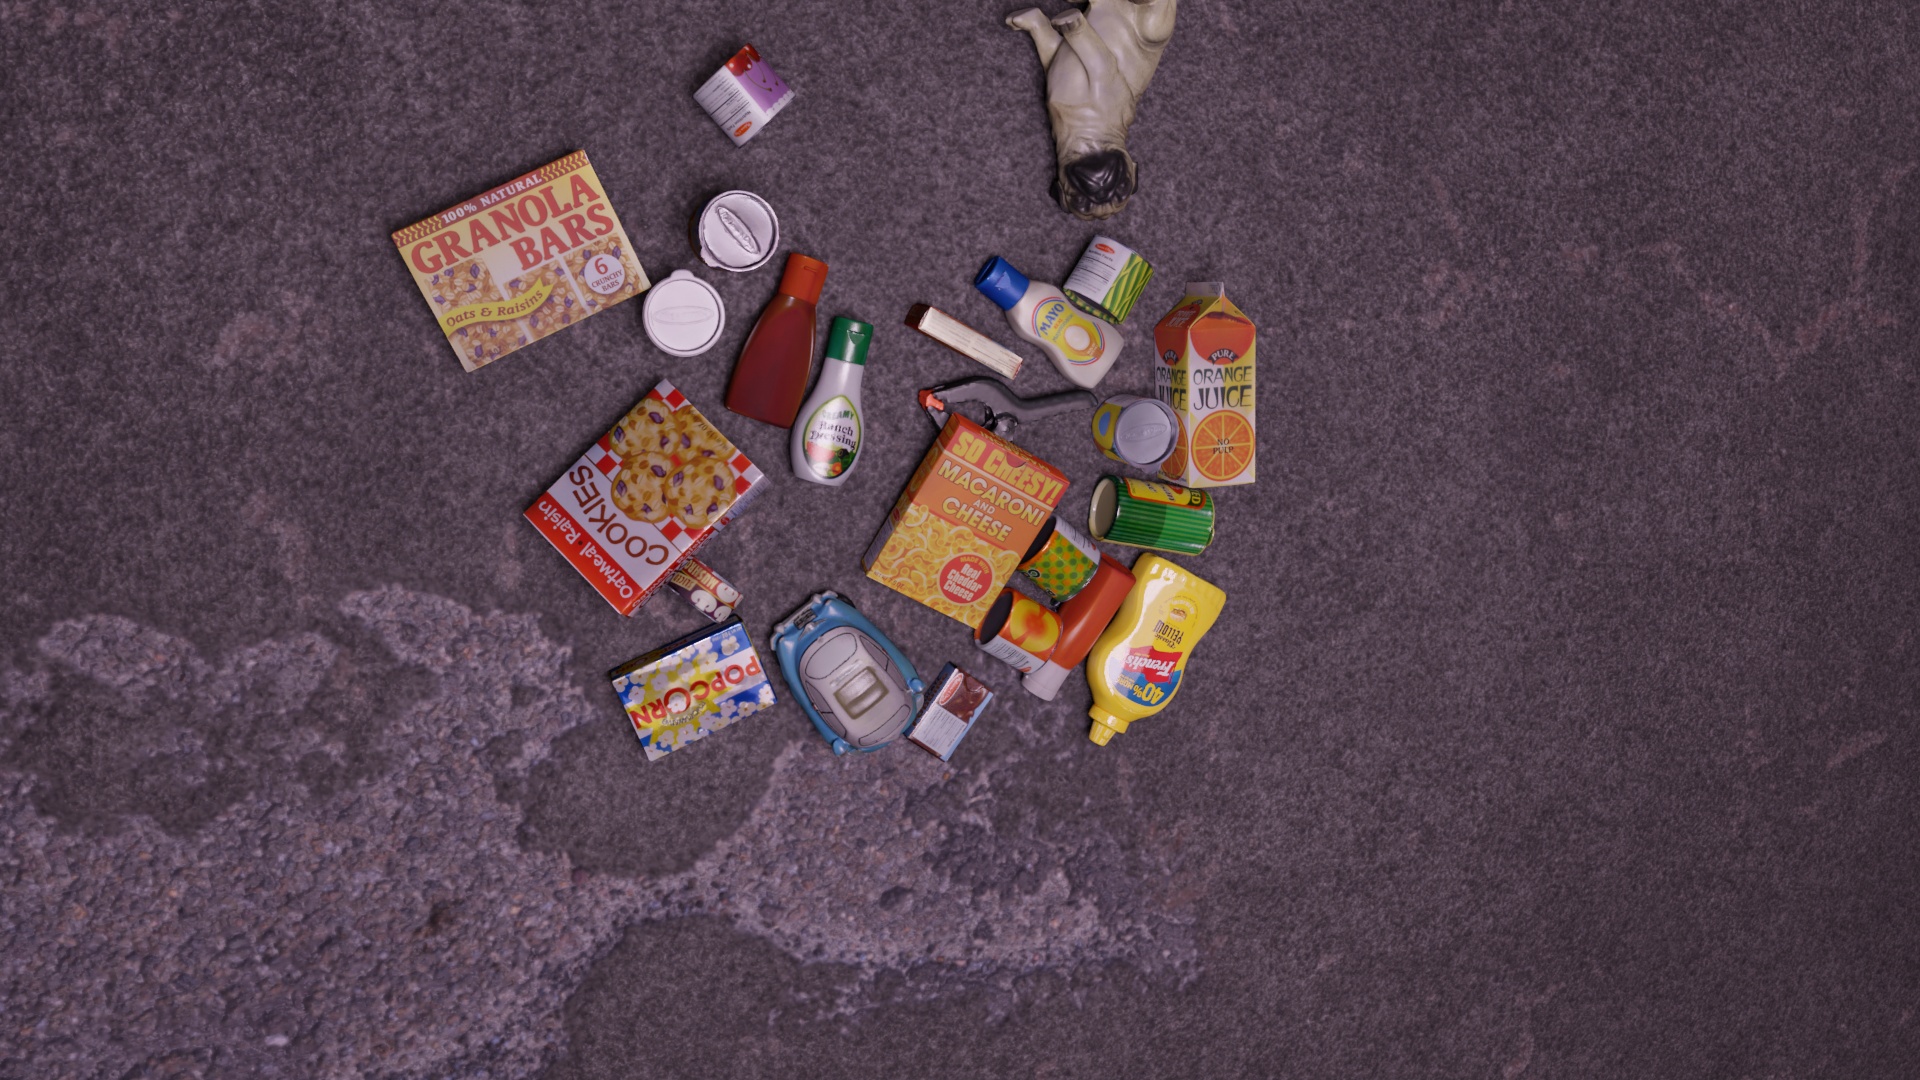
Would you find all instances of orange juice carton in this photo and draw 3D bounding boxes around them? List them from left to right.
[{"bbox_3d":[0.234,-0.151,1.332,0.073,0.072,0.192,-6,102,-18],"label":"orange juice carton"}]

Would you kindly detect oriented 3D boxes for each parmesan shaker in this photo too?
[{"bbox_3d":[0.184,-0.023,1.338,0.103,0.071,0.071,9,97,-19],"label":"parmesan shaker"}]

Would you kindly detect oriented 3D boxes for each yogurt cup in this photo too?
[{"bbox_3d":[-0.237,-0.191,1.179,0.072,0.054,0.072,-3,101,-17],"label":"yogurt cup"}]

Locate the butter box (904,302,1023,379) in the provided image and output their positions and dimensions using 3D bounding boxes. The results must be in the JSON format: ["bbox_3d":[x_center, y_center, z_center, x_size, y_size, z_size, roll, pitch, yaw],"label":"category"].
[{"bbox_3d":[0.003,-0.181,1.261,0.103,0.053,0.024,26,94,-20],"label":"butter box"}]

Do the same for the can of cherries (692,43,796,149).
[{"bbox_3d":[-0.180,-0.373,1.162,0.071,0.071,0.058,-46,109,-5],"label":"can of cherries"}]

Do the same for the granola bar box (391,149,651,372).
[{"bbox_3d":[-0.358,-0.230,1.141,0.166,0.039,0.124,-28,108,-11],"label":"granola bar box"}]

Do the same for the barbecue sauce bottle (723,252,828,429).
[{"bbox_3d":[-0.155,-0.176,1.215,0.065,0.044,0.148,18,93,-20],"label":"barbecue sauce bottle"}]

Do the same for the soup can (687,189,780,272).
[{"bbox_3d":[-0.194,-0.257,1.166,0.071,0.084,0.071,-3,101,-17],"label":"soup can"}]

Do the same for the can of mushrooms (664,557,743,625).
[{"bbox_3d":[-0.226,0.041,1.217,0.071,0.071,0.033,40,86,-20],"label":"can of mushrooms"}]

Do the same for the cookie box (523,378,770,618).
[{"bbox_3d":[-0.266,-0.035,1.181,0.123,0.040,0.167,44,84,8],"label":"cookie box"}]

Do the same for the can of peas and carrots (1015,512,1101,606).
[{"bbox_3d":[0.089,0.017,1.318,0.058,0.071,0.071,39,87,-20],"label":"can of peas and carrots"}]

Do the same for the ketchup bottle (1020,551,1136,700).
[{"bbox_3d":[0.111,0.084,1.341,0.043,0.065,0.148,29,99,-19],"label":"ketchup bottle"}]

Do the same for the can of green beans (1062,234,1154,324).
[{"bbox_3d":[0.137,-0.241,1.287,0.071,0.071,0.058,31,90,-21],"label":"can of green beans"}]

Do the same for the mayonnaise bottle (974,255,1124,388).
[{"bbox_3d":[0.080,-0.205,1.288,0.148,0.041,0.065,35,90,-21],"label":"mayonnaise bottle"}]

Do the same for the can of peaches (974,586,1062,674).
[{"bbox_3d":[0.055,0.083,1.320,0.058,0.071,0.071,30,90,-20],"label":"can of peaches"}]

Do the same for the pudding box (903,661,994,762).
[{"bbox_3d":[-0.012,0.164,1.330,0.049,0.030,0.084,36,87,-19],"label":"pudding box"}]

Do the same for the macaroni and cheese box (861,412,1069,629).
[{"bbox_3d":[0.005,-0.016,1.279,0.123,0.040,0.166,27,104,-21],"label":"macaroni and cheese box"}]

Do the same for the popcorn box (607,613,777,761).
[{"bbox_3d":[-0.239,0.131,1.245,0.127,0.038,0.085,-24,107,-13],"label":"popcorn box"}]

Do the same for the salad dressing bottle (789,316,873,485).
[{"bbox_3d":[-0.111,-0.124,1.238,0.064,0.044,0.147,11,96,-22],"label":"salad dressing bottle"}]

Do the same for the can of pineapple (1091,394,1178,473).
[{"bbox_3d":[0.166,-0.103,1.325,0.071,0.058,0.071,-3,101,-17],"label":"can of pineapple"}]
